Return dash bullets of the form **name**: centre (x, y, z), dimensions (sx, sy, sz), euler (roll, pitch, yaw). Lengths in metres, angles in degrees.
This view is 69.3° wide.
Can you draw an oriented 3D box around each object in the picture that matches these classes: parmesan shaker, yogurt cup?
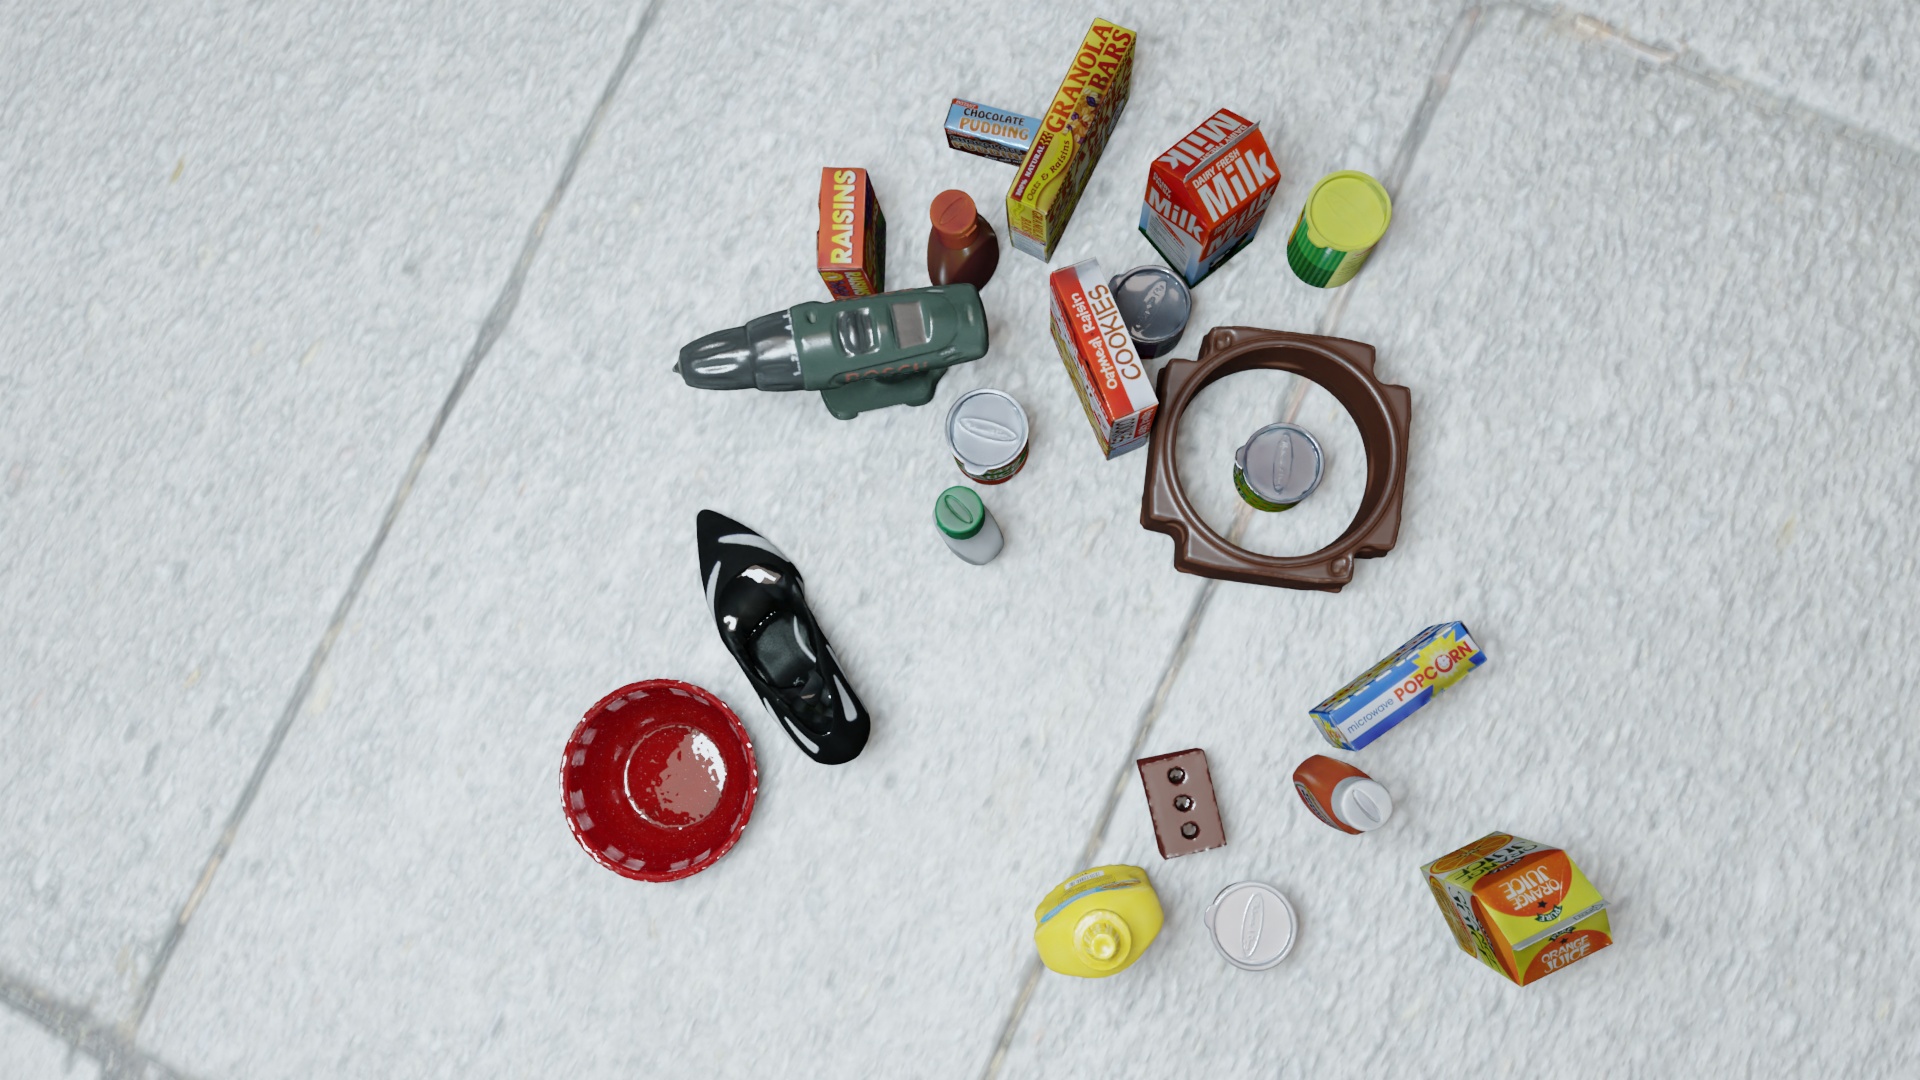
- **parmesan shaker**: centre (0.304, -0.250, 1.132), dimensions (0.071, 0.103, 0.071), euler (0, 83, 4)
- **yogurt cup**: centre (0.227, 0.299, 1.090), dimensions (0.072, 0.054, 0.072), euler (0, 83, 4)

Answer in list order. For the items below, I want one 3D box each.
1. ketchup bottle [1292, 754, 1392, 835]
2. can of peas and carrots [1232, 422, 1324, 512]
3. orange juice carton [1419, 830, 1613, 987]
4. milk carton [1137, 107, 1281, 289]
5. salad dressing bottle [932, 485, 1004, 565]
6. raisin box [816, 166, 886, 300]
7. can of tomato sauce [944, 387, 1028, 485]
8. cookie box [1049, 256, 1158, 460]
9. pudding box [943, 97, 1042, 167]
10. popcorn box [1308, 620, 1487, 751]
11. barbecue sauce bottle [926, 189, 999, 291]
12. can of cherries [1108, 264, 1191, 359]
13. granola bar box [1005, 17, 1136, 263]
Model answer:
- **ketchup bottle**: centre (0.292, 0.195, 1.052), dimensions (0.043, 0.148, 0.065), euler (-41, 82, -1)
- **can of peas and carrots**: centre (0.256, -0.059, 1.132), dimensions (0.071, 0.058, 0.071), euler (0, 83, 4)
- **orange juice carton**: centre (0.406, 0.267, 1.012), dimensions (0.072, 0.192, 0.073), euler (-25, 82, 1)
- **milk carton**: centre (0.196, -0.273, 1.098), dimensions (0.072, 0.190, 0.073), euler (-38, 82, -1)
- **salad dressing bottle**: centre (0.004, -0.014, 1.098), dimensions (0.044, 0.147, 0.064), euler (-44, 82, -2)
- **raisin box**: centre (-0.089, -0.245, 1.147), dimensions (0.040, 0.123, 0.086), euler (2, 83, 4)
- **can of tomato sauce**: centre (0.023, -0.082, 1.138), dimensions (0.071, 0.083, 0.071), euler (0, 83, 4)
- **cookie box**: centre (0.110, -0.138, 1.098), dimensions (0.040, 0.167, 0.123), euler (-23, 82, 1)
- **pudding box**: centre (0.031, -0.348, 1.190), dimensions (0.084, 0.049, 0.030), euler (17, 85, 6)
- **popcorn box**: centre (0.341, 0.115, 1.091), dimensions (0.127, 0.085, 0.038), euler (-35, 82, -1)
- **barbecue sauce bottle**: centre (0.000, -0.241, 1.128), dimensions (0.044, 0.148, 0.065), euler (44, 88, 8)
- **can of cherries**: centre (0.155, -0.191, 1.157), dimensions (0.071, 0.058, 0.071), euler (0, 83, 4)
- **granola bar box**: centre (0.090, -0.326, 1.145), dimensions (0.039, 0.124, 0.165), euler (26, 85, 6)
